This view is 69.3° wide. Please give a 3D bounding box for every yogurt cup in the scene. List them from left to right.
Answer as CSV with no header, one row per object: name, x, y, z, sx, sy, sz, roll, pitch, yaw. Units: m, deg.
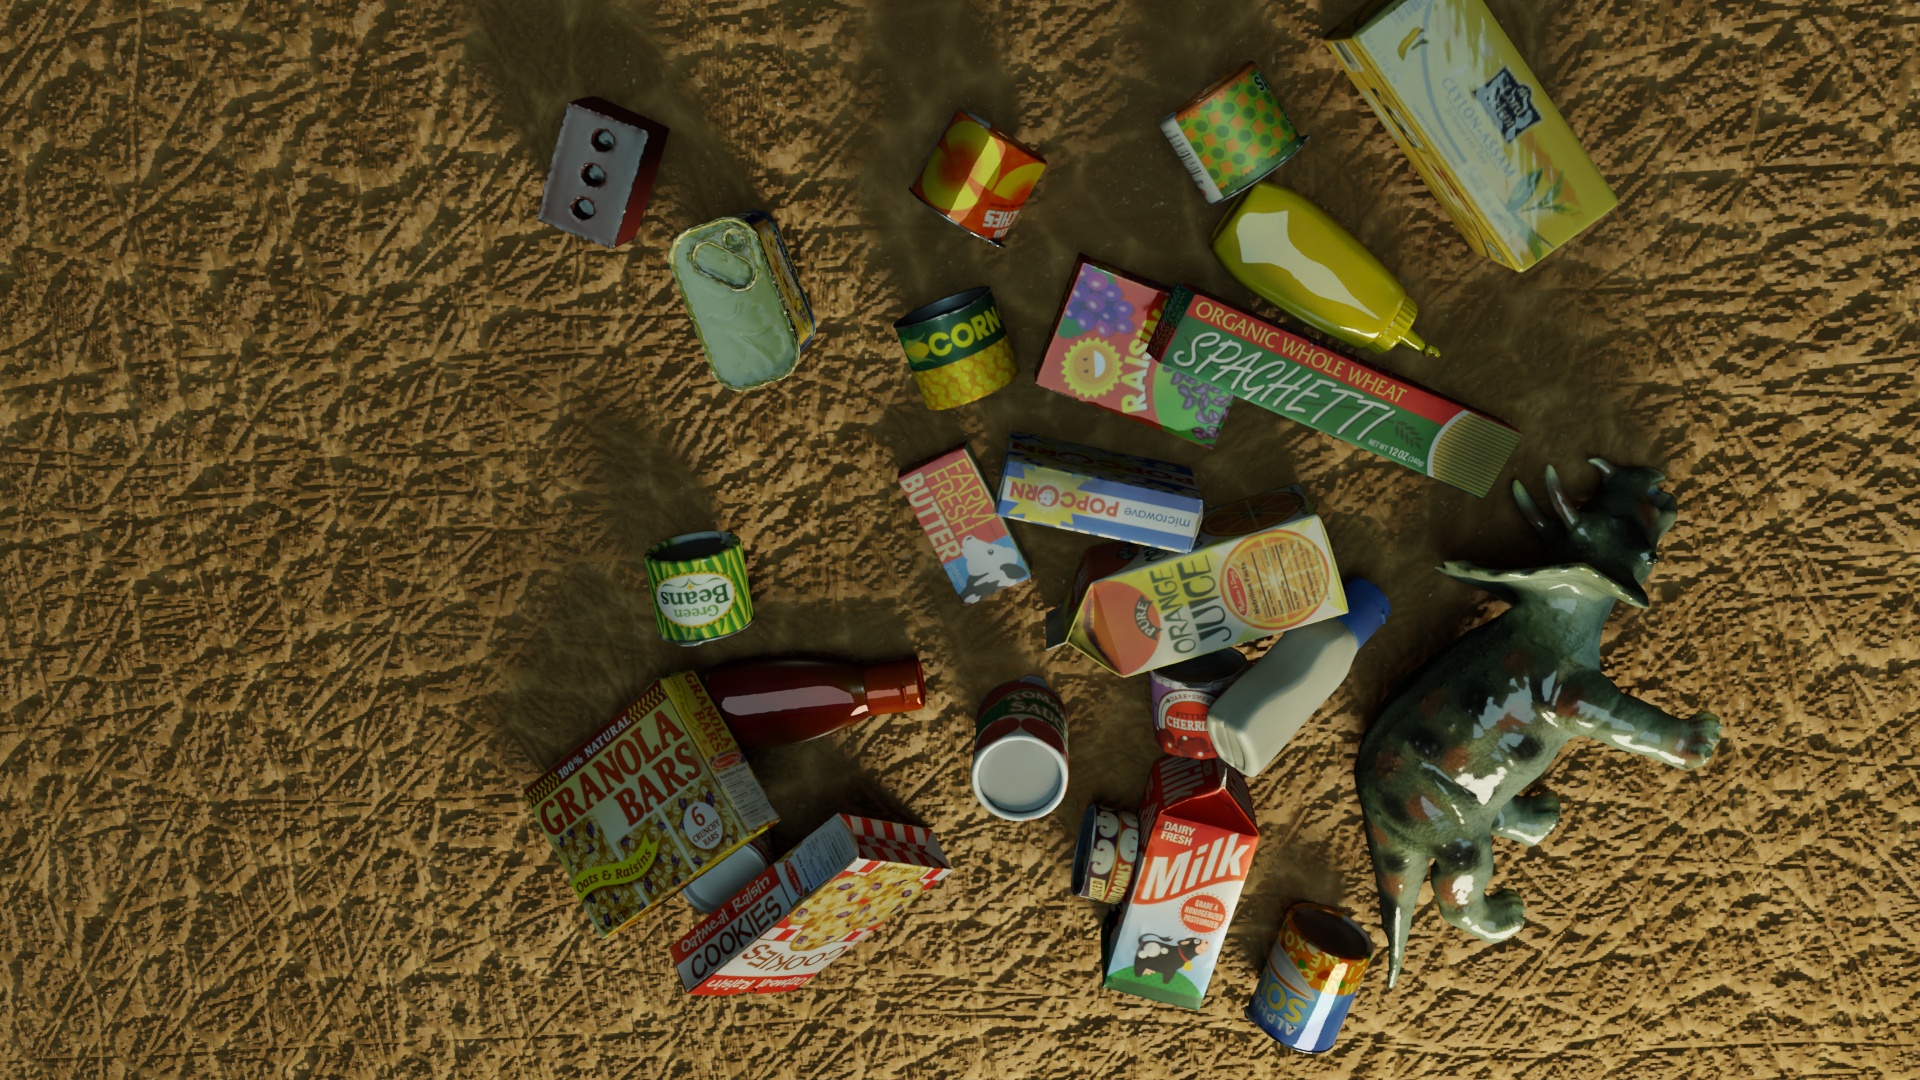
yogurt cup,-0.168,0.233,1.015,0.072,0.054,0.072,1,109,3

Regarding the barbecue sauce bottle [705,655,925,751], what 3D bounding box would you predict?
barbecue sauce bottle,-0.100,0.110,0.976,0.148,0.044,0.064,-8,103,6

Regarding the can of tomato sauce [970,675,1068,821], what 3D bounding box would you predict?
can of tomato sauce,0.043,0.142,0.956,0.071,0.083,0.071,1,109,4

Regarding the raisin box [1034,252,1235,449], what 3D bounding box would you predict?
raisin box,0.119,-0.121,0.887,0.123,0.040,0.085,20,109,-4

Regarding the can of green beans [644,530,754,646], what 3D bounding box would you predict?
can of green beans,-0.177,0.031,0.942,0.071,0.071,0.057,-5,108,6

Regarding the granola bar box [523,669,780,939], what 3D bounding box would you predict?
granola bar box,-0.220,0.185,0.970,0.165,0.039,0.124,-38,77,26

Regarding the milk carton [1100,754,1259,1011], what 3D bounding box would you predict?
milk carton,0.158,0.227,0.983,0.073,0.072,0.189,14,109,-1

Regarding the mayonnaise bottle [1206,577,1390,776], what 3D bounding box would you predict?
mayonnaise bottle,0.223,0.085,0.912,0.148,0.041,0.064,-42,138,-19

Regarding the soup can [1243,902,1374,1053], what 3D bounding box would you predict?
soup can,0.252,0.317,1.009,0.071,0.071,0.083,15,108,-2

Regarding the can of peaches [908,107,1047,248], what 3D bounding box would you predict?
can of peaches,0.013,-0.221,0.846,0.071,0.071,0.058,30,107,-6

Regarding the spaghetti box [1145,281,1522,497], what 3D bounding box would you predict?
spaghetti box,0.235,-0.092,0.867,0.250,0.029,0.050,19,108,-17

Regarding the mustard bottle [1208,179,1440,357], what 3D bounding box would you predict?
mustard bottle,0.232,-0.158,0.862,0.160,0.049,0.065,34,108,-8

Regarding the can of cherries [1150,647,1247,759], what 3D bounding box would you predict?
can of cherries,0.162,0.110,0.944,0.071,0.072,0.058,-4,109,5

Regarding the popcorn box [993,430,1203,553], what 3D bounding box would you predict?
popcorn box,0.088,-0.032,0.894,0.127,0.085,0.038,11,108,0

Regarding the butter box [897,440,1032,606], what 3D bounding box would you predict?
butter box,0.003,-0.012,0.939,0.053,0.024,0.103,-25,105,11

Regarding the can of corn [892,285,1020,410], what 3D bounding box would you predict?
can of corn,-0.001,-0.121,0.878,0.071,0.071,0.058,-19,107,10

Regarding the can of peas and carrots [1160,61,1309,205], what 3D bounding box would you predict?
can of peas and carrots,0.164,-0.244,0.829,0.071,0.071,0.058,-33,103,13

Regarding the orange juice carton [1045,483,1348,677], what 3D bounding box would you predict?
orange juice carton,0.147,0.032,0.919,0.192,0.072,0.073,-18,106,9

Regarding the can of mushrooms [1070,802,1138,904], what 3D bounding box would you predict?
can of mushrooms,0.102,0.224,0.986,0.033,0.071,0.070,14,109,-3

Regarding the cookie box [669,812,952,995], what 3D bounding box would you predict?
cookie box,-0.105,0.263,0.989,0.167,0.123,0.040,-40,59,15
